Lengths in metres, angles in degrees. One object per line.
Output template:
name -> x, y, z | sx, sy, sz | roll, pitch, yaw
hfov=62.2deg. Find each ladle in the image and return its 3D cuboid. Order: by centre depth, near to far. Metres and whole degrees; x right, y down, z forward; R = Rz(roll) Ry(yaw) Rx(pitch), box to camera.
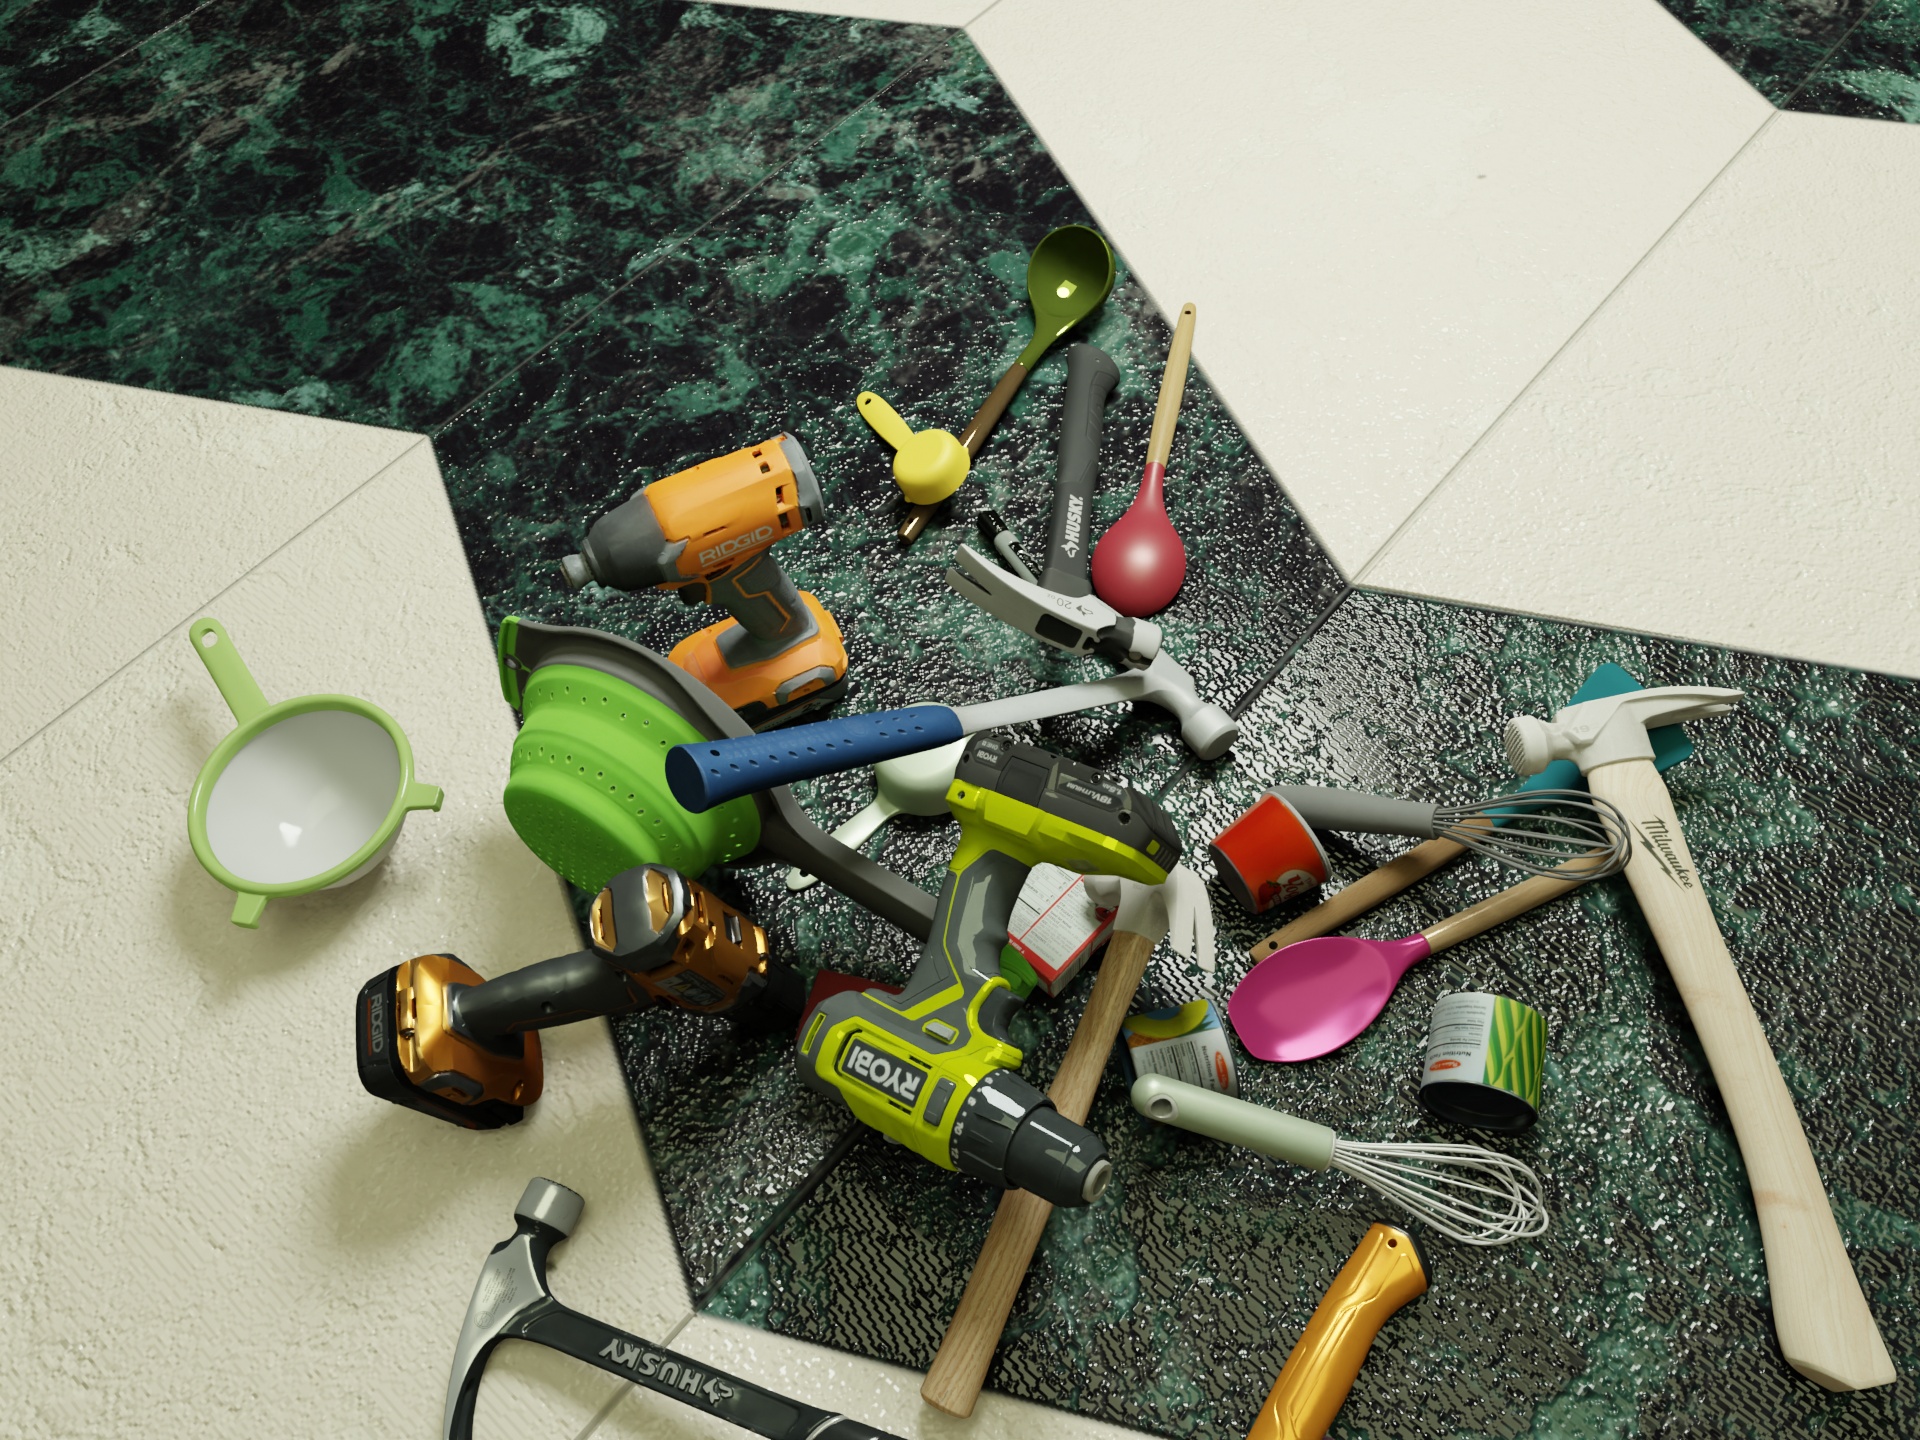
ladle -> 0.156, -0.213, 1.228 | 0.069, 0.031, 0.316 | 8, 57, 11
ladle -> 0.031, -0.268, 1.255 | 0.078, 0.062, 0.320 | 18, 63, 29

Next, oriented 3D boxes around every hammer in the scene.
hammer -> 0.145, 0.401, 0.829 | 0.127, 0.034, 0.337 | 25, 60, 30
hammer -> -0.093, 0.378, 0.845 | 0.409, 0.036, 0.149 | 14, 62, 20
hammer -> 0.058, 0.228, 0.903 | 0.031, 0.130, 0.331 | 30, 75, -21
hammer -> 0.454, 0.169, 0.931 | 0.146, 0.038, 0.411 | -11, 64, 0
hammer -> -0.002, -0.003, 0.988 | 0.405, 0.035, 0.144 | -11, 50, -41
hammer -> 0.079, -0.175, 1.157 | 0.146, 0.035, 0.335 | 19, 44, -9

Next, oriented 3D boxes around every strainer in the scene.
strainer -> -0.464, 0.027, 1.098 | 0.151, 0.069, 0.257 | -35, 61, -14

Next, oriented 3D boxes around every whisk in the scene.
whisk -> 0.214, 0.244, 0.897 | 0.246, 0.057, 0.059 | 18, 21, -1
whisk -> 0.294, 0.061, 0.989 | 0.239, 0.055, 0.055 | 5, 55, 38

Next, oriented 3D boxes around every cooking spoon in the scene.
cooking spoon -> 0.314, 0.131, 1.002 | 0.319, 0.017, 0.069 | -23, 67, -10

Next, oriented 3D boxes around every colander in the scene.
colander -> -0.141, 0.088, 0.974 | 0.397, 0.204, 0.094 | 31, 57, 4

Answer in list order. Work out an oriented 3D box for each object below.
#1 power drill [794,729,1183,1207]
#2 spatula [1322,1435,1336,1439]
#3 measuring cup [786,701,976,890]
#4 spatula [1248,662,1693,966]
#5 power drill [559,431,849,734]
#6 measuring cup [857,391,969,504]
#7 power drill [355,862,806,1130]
power drill -> 0.030, 0.137, 0.875 | 0.191, 0.080, 0.228 | 19, 80, 33
spatula -> 0.133, 0.507, 0.778 | 0.060, 0.018, 0.316 | 24, 62, 23
measuring cup -> -0.055, 0.051, 1.068 | 0.167, 0.038, 0.083 | -41, 64, -18
spatula -> 0.319, 0.072, 1.024 | 0.317, 0.044, 0.082 | -28, 64, -12
power drill -> -0.161, -0.077, 1.046 | 0.164, 0.226, 0.084 | -24, 59, -10
measuring cup -> -0.048, -0.223, 1.231 | 0.062, 0.029, 0.157 | -40, 50, 1
power drill -> -0.216, 0.171, 0.951 | 0.226, 0.185, 0.084 | -23, 57, 13
